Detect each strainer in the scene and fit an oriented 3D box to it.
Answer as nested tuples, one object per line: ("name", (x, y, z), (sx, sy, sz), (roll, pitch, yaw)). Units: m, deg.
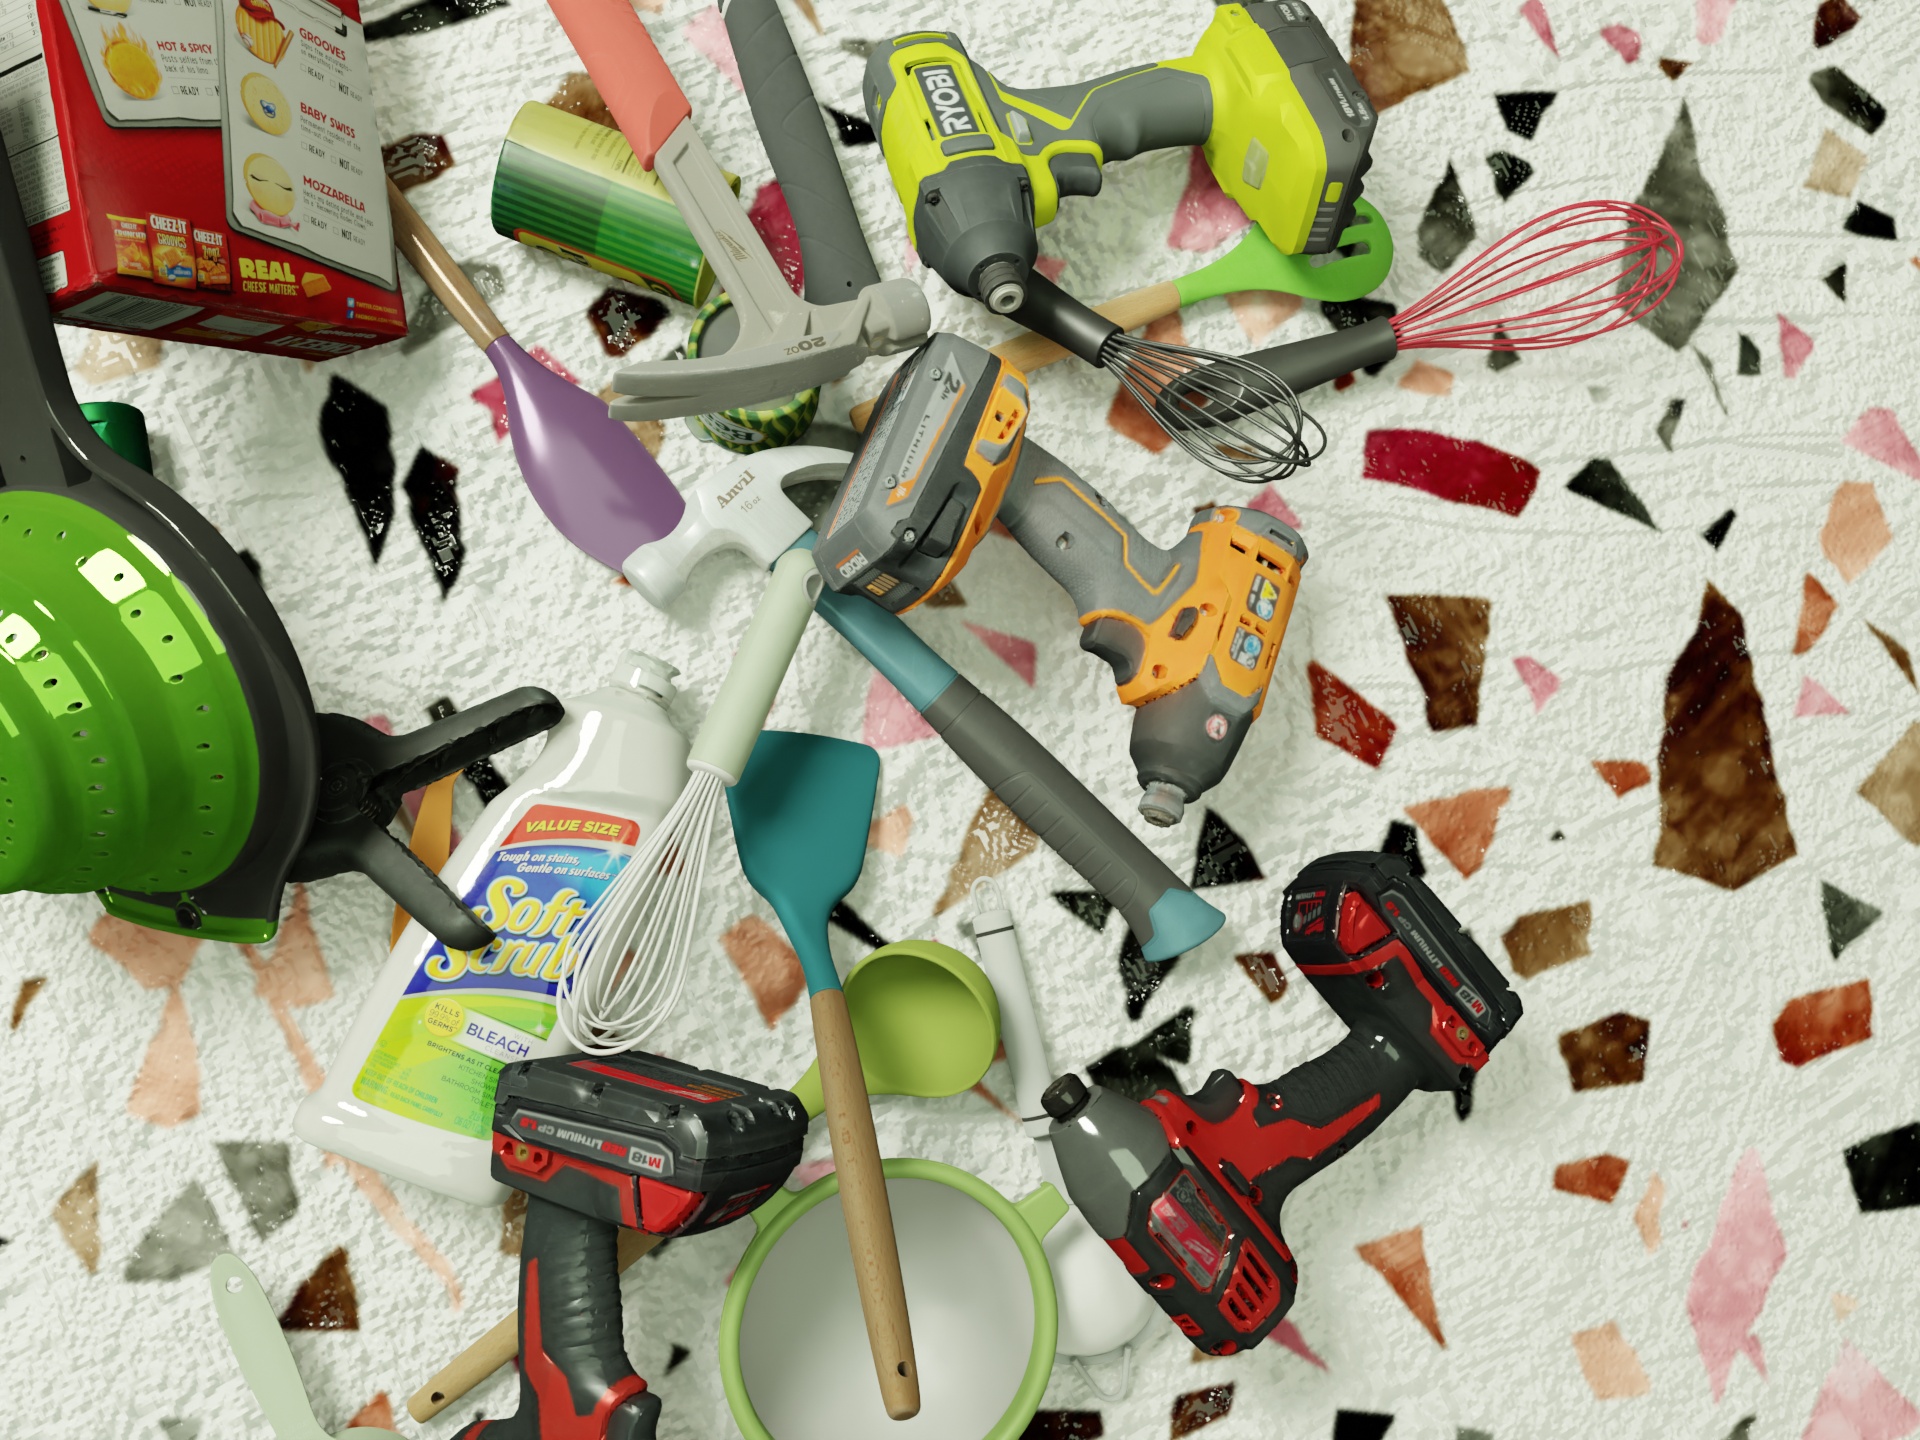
("strainer", (-0.042, 0.321, 0.716), (0.151, 0.069, 0.256), (7, 87, -14))
("strainer", (0.040, 0.201, 0.758), (0.087, 0.050, 0.258), (-15, 82, 4))

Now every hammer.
("hammer", (-0.158, -0.291, 0.730), (0.149, 0.036, 0.359), (-20, 69, -26))
("hammer", (-0.112, -0.387, 0.807), (0.149, 0.036, 0.409), (-19, 87, -12))
("hammer", (-0.001, -0.002, 0.776), (0.331, 0.033, 0.128), (44, 76, -3))

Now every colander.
("colander", (-0.370, -0.074, 0.595), (0.204, 0.094, 0.396), (5, 113, 23))

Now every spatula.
("spatula", (-0.051, 0.133, 0.677), (0.082, 0.044, 0.318), (7, 42, -24))
("spatula", (-0.242, -0.201, 0.770), (0.060, 0.018, 0.316), (-38, 91, -16))

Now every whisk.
("whisk", (0.241, -0.207, 0.833), (0.296, 0.073, 0.073), (-19, 87, -4))
("whisk", (0.073, -0.184, 0.774), (0.239, 0.055, 0.055), (36, 78, 21))
("whisk", (-0.114, 0.030, 0.705), (0.059, 0.057, 0.246), (12, 70, 26))

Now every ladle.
("ladle", (-0.116, 0.213, 0.723), (0.320, 0.062, 0.078), (-37, 93, -9))

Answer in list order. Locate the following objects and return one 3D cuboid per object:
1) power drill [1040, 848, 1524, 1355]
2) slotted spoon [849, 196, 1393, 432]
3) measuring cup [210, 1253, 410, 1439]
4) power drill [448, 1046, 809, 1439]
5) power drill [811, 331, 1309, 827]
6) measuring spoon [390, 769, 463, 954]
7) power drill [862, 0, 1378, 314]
("power drill", (0.144, 0.167, 0.743), (0.220, 0.078, 0.143), (-42, 94, -19))
("slotted spoon", (0.089, -0.209, 0.821), (0.314, 0.031, 0.070), (-23, 79, -10))
("measuring cup", (-0.283, 0.307, 0.693), (0.083, 0.038, 0.167), (-26, 86, -11))
("power drill", (-0.123, 0.261, 0.640), (0.188, 0.080, 0.227), (8, 88, 26))
("power drill", (0.051, -0.060, 0.744), (0.226, 0.084, 0.164), (28, 67, -18))
("measuring spoon", (-0.249, 0.066, 0.742), (0.021, 0.011, 0.117), (10, 85, -17))
("power drill", (0.078, -0.275, 0.780), (0.223, 0.080, 0.171), (-12, 59, -11))
